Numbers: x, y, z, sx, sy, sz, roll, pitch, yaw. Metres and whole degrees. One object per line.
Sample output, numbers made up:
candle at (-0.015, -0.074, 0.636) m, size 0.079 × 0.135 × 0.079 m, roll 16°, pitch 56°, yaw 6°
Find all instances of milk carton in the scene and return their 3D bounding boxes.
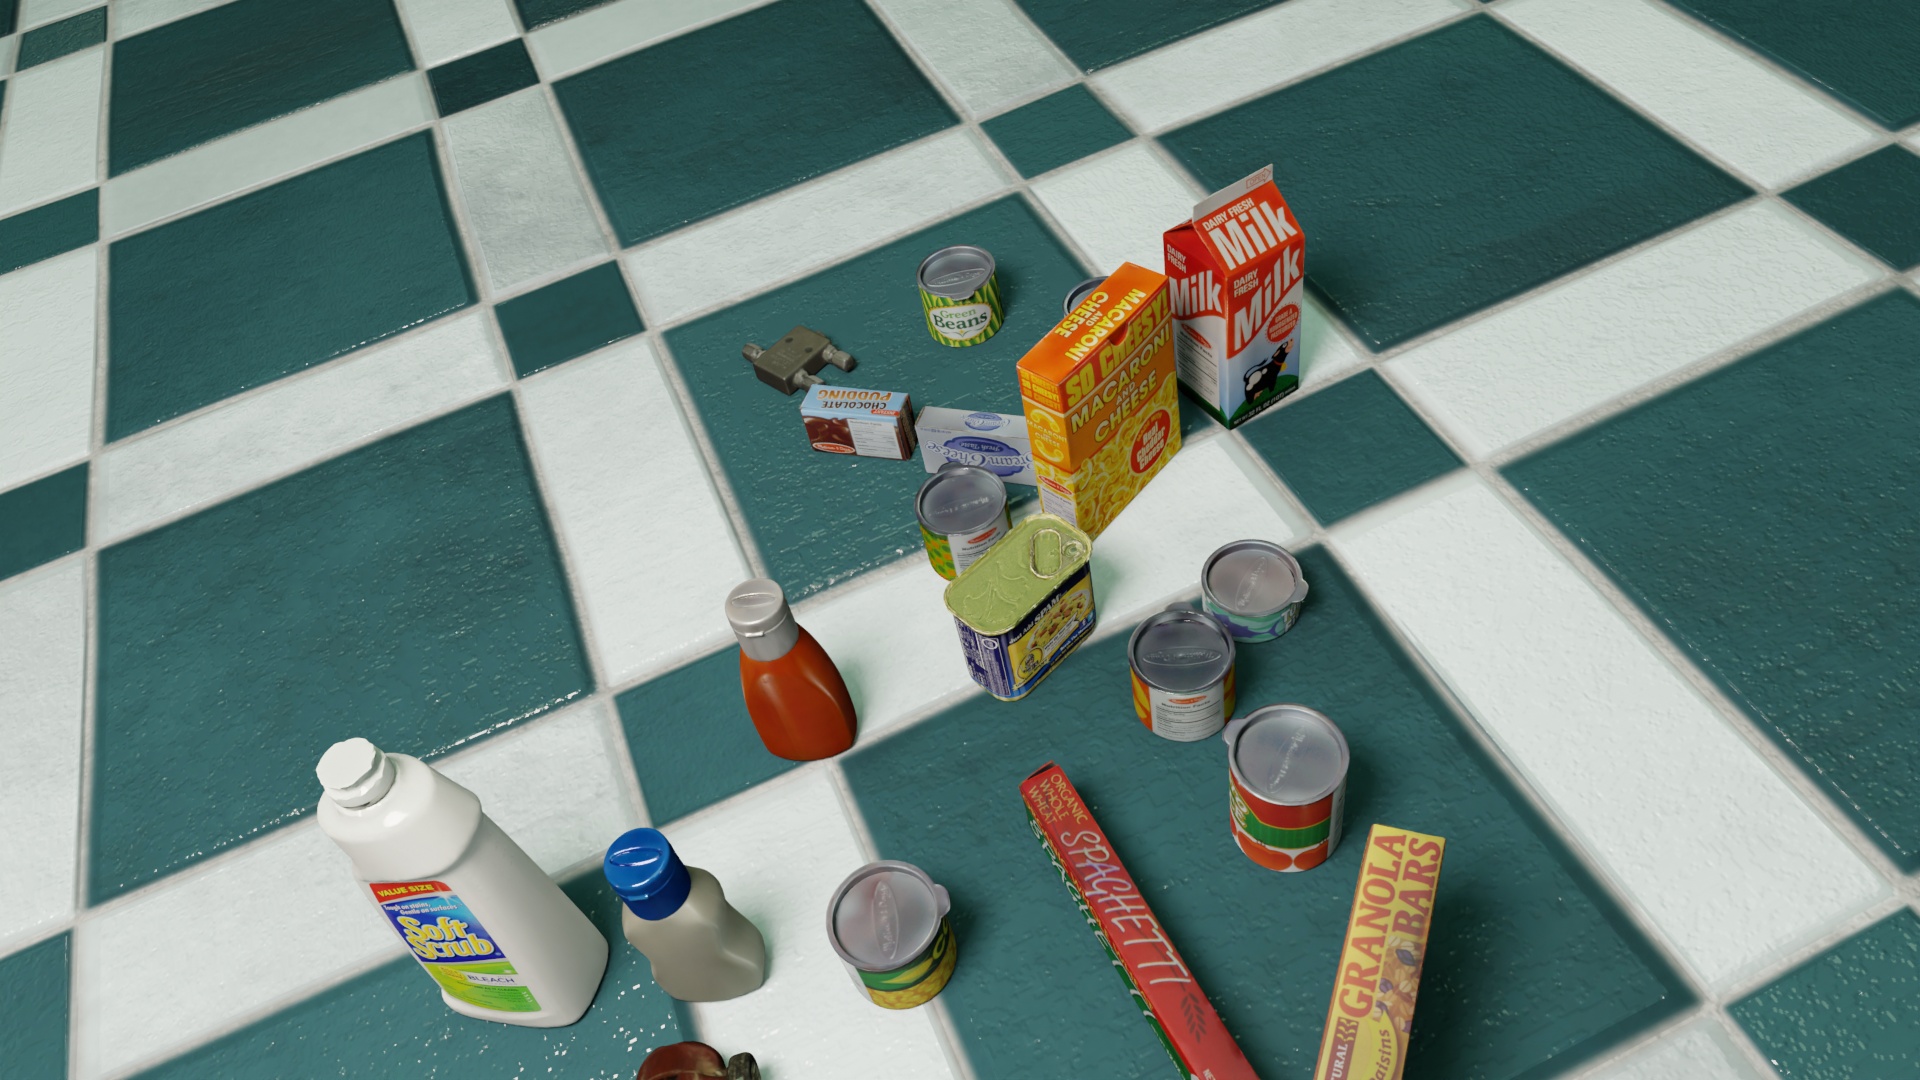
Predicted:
milk carton at (0.199, -0.181, 1.012) m, size 0.072 × 0.189 × 0.073 m, roll -31°, pitch 51°, yaw -15°

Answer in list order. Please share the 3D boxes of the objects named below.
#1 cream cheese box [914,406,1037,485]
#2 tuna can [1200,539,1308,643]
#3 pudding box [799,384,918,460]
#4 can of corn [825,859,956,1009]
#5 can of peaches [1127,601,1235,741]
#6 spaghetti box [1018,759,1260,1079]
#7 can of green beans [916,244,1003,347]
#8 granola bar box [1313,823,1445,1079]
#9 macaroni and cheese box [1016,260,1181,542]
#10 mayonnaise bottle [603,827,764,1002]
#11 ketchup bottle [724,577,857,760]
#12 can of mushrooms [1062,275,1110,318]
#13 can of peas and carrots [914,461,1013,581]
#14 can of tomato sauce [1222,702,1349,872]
cream cheese box at (0.021, -0.070, 1.045) m, size 0.104 × 0.053 × 0.024 m, roll 8°, pitch 52°, yaw 18°
tuna can at (0.197, 0.035, 0.931) m, size 0.071 × 0.032 × 0.071 m, roll -6°, pitch 49°, yaw 7°
pudding box at (-0.079, -0.093, 1.088) m, size 0.084 × 0.049 × 0.030 m, roll 7°, pitch 52°, yaw 17°
can of corn at (-0.036, 0.226, 0.797) m, size 0.071 × 0.058 × 0.071 m, roll -6°, pitch 49°, yaw 7°
can of peaches at (0.142, 0.084, 0.883) m, size 0.071 × 0.057 × 0.071 m, roll -6°, pitch 49°, yaw 7°
spaghetti box at (0.102, 0.231, 0.770) m, size 0.029 × 0.050 × 0.251 m, roll -26°, pitch 49°, yaw -10°
can of green beans at (0.000, -0.204, 1.162) m, size 0.071 × 0.057 × 0.071 m, roll -6°, pitch 49°, yaw 7°
granola bar box at (0.203, 0.243, 0.689) m, size 0.039 × 0.123 × 0.166 m, roll 11°, pitch 53°, yaw 20°
macaroni and cheese box at (0.102, -0.092, 0.971) m, size 0.040 × 0.165 × 0.124 m, roll 29°, pitch 61°, yaw 31°
mayonnaise bottle at (-0.156, 0.211, 0.776) m, size 0.065 × 0.147 × 0.041 m, roll -9°, pitch 49°, yaw 5°
ketchup bottle at (-0.110, 0.083, 0.876) m, size 0.065 × 0.148 × 0.044 m, roll -6°, pitch 49°, yaw 7°
can of mushrooms at (0.118, -0.181, 1.134) m, size 0.071 × 0.033 × 0.071 m, roll -6°, pitch 49°, yaw 7°
can of peas and carrots at (0.004, -0.012, 0.995) m, size 0.071 × 0.058 × 0.071 m, roll -6°, pitch 49°, yaw 7°
can of tomato sauce at (0.187, 0.144, 0.805) m, size 0.071 × 0.082 × 0.071 m, roll -6°, pitch 49°, yaw 7°
